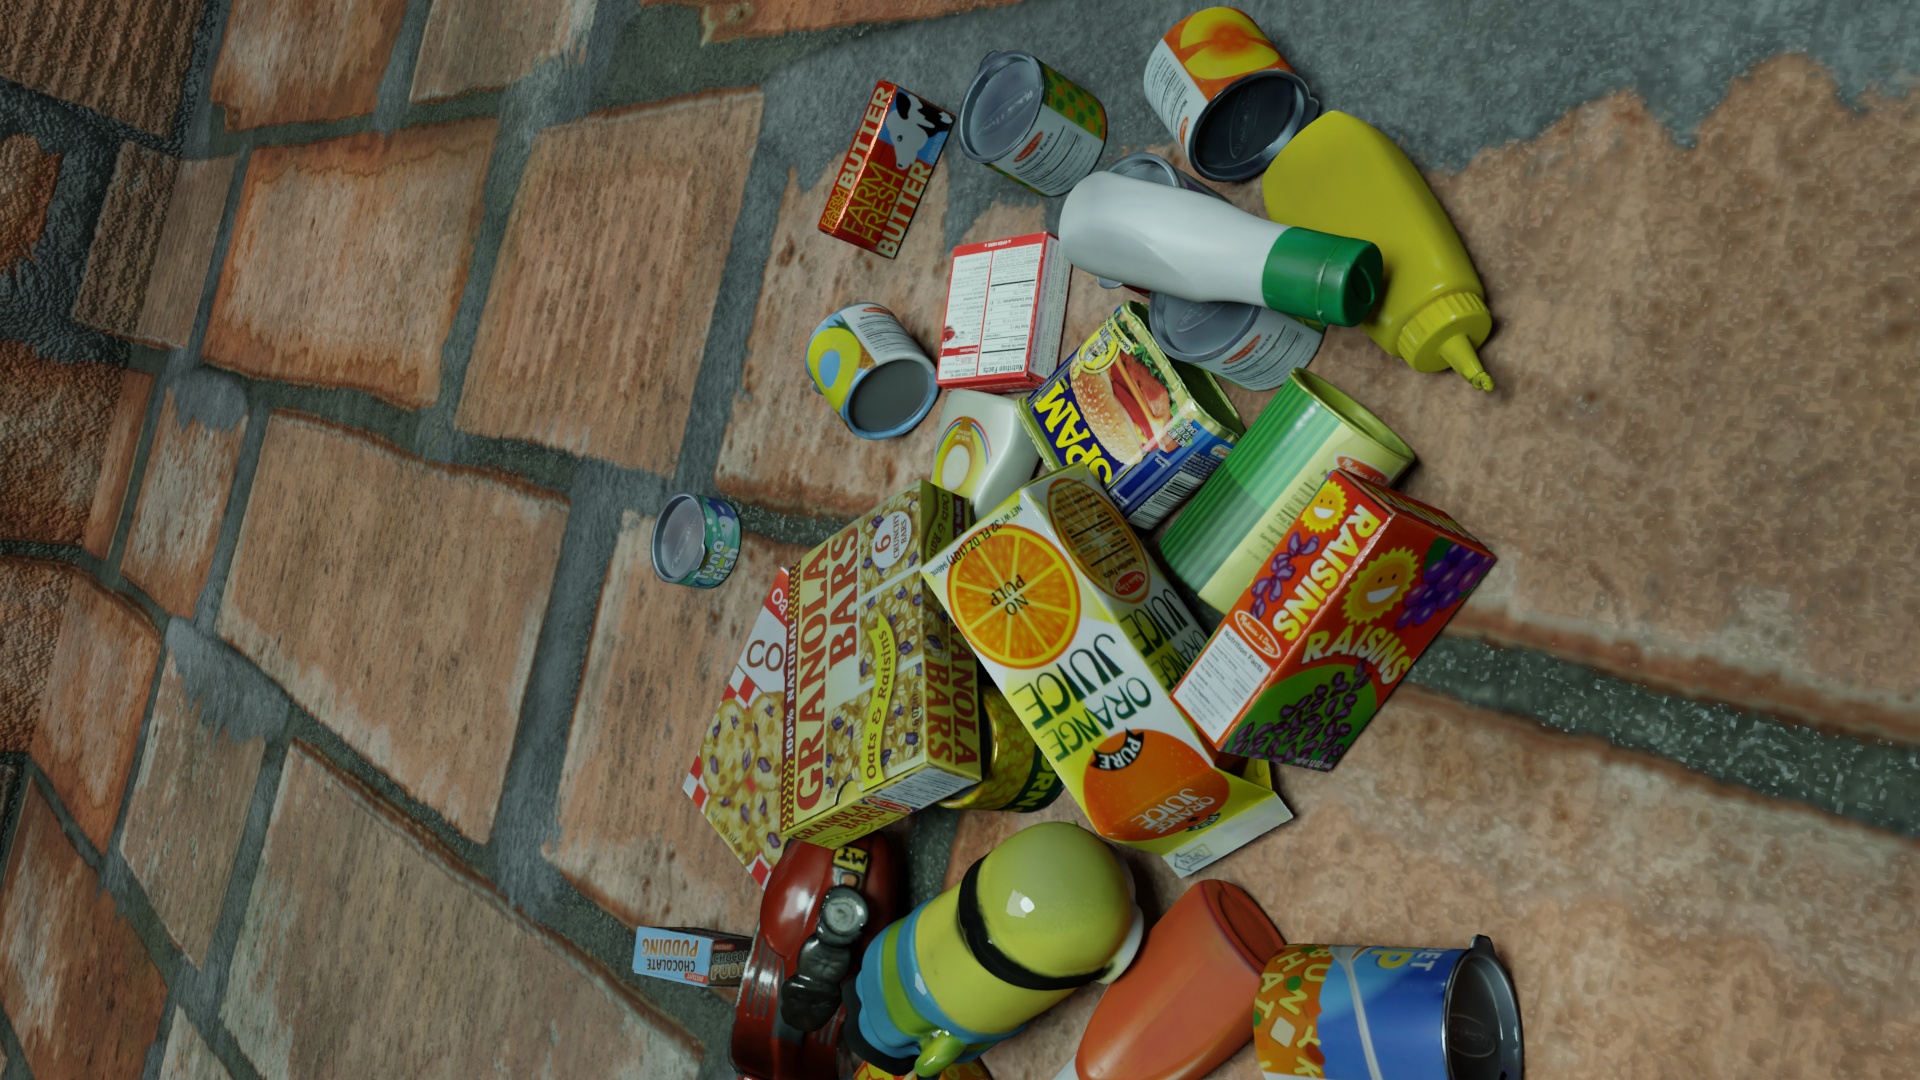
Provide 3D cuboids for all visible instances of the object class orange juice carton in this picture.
[{"bbox_3d":[0.073,0.064,0.653,0.071,0.073,0.193,-38,82,31],"label":"orange juice carton"}]

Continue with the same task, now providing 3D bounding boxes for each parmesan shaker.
[{"bbox_3d":[0.144,-0.020,0.632,0.102,0.071,0.071,-54,48,21],"label":"parmesan shaker"}]

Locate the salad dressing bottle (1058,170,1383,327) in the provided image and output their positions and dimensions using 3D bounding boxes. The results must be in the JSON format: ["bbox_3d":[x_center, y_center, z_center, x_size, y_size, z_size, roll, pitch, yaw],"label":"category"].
[{"bbox_3d":[0.113,-0.129,0.618,0.148,0.064,0.044,24,83,37],"label":"salad dressing bottle"}]

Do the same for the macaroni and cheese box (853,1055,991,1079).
[{"bbox_3d":[-0.010,0.347,0.712,0.123,0.040,0.167,-57,47,17],"label":"macaroni and cheese box"}]

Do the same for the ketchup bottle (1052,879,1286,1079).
[{"bbox_3d":[0.089,0.227,0.642,0.148,0.043,0.065,-54,42,21],"label":"ketchup bottle"}]

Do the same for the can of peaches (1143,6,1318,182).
[{"bbox_3d":[0.136,-0.226,0.702,0.071,0.071,0.058,-45,52,28],"label":"can of peaches"}]

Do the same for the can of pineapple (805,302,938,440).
[{"bbox_3d":[-0.055,-0.102,0.858,0.070,0.071,0.058,-54,48,21],"label":"can of pineapple"}]

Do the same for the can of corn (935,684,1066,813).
[{"bbox_3d":[0.018,0.110,0.734,0.071,0.058,0.071,-13,71,43],"label":"can of corn"}]

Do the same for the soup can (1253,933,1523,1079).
[{"bbox_3d":[0.170,0.193,0.555,0.083,0.071,0.071,-13,71,43],"label":"soup can"}]

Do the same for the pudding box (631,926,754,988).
[{"bbox_3d":[-0.165,0.264,0.882,0.083,0.049,0.030,-8,73,44],"label":"pudding box"}]

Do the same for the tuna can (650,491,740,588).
[{"bbox_3d":[-0.187,0.001,0.985,0.071,0.033,0.071,-13,70,42],"label":"tuna can"}]

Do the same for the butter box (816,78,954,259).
[{"bbox_3d":[-0.048,-0.237,0.895,0.024,0.053,0.103,36,105,46],"label":"butter box"}]

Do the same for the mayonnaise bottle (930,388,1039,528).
[{"bbox_3d":[0.003,-0.010,0.792,0.065,0.041,0.148,16,90,45],"label":"mayonnaise bottle"}]

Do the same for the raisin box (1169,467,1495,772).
[{"bbox_3d":[0.159,0.037,0.593,0.123,0.086,0.040,-57,42,18],"label":"raisin box"}]

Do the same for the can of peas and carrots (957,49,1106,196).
[{"bbox_3d":[0.041,-0.242,0.803,0.071,0.059,0.071,-14,69,42],"label":"can of peas and carrots"}]

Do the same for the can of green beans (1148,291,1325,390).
[{"bbox_3d":[0.135,-0.112,0.675,0.071,0.058,0.071,-13,70,42],"label":"can of green beans"}]

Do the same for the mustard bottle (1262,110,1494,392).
[{"bbox_3d":[0.195,-0.123,0.625,0.065,0.049,0.161,-43,53,30],"label":"mustard bottle"}]

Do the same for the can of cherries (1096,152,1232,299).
[{"bbox_3d":[0.102,-0.157,0.720,0.071,0.058,0.071,-13,71,42],"label":"can of cherries"}]

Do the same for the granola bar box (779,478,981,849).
[{"bbox_3d":[-0.046,0.066,0.745,0.123,0.039,0.166,-33,47,39],"label":"granola bar box"}]

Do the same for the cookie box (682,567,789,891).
[{"bbox_3d":[-0.099,0.118,0.863,0.123,0.040,0.167,37,107,44],"label":"cookie box"}]
